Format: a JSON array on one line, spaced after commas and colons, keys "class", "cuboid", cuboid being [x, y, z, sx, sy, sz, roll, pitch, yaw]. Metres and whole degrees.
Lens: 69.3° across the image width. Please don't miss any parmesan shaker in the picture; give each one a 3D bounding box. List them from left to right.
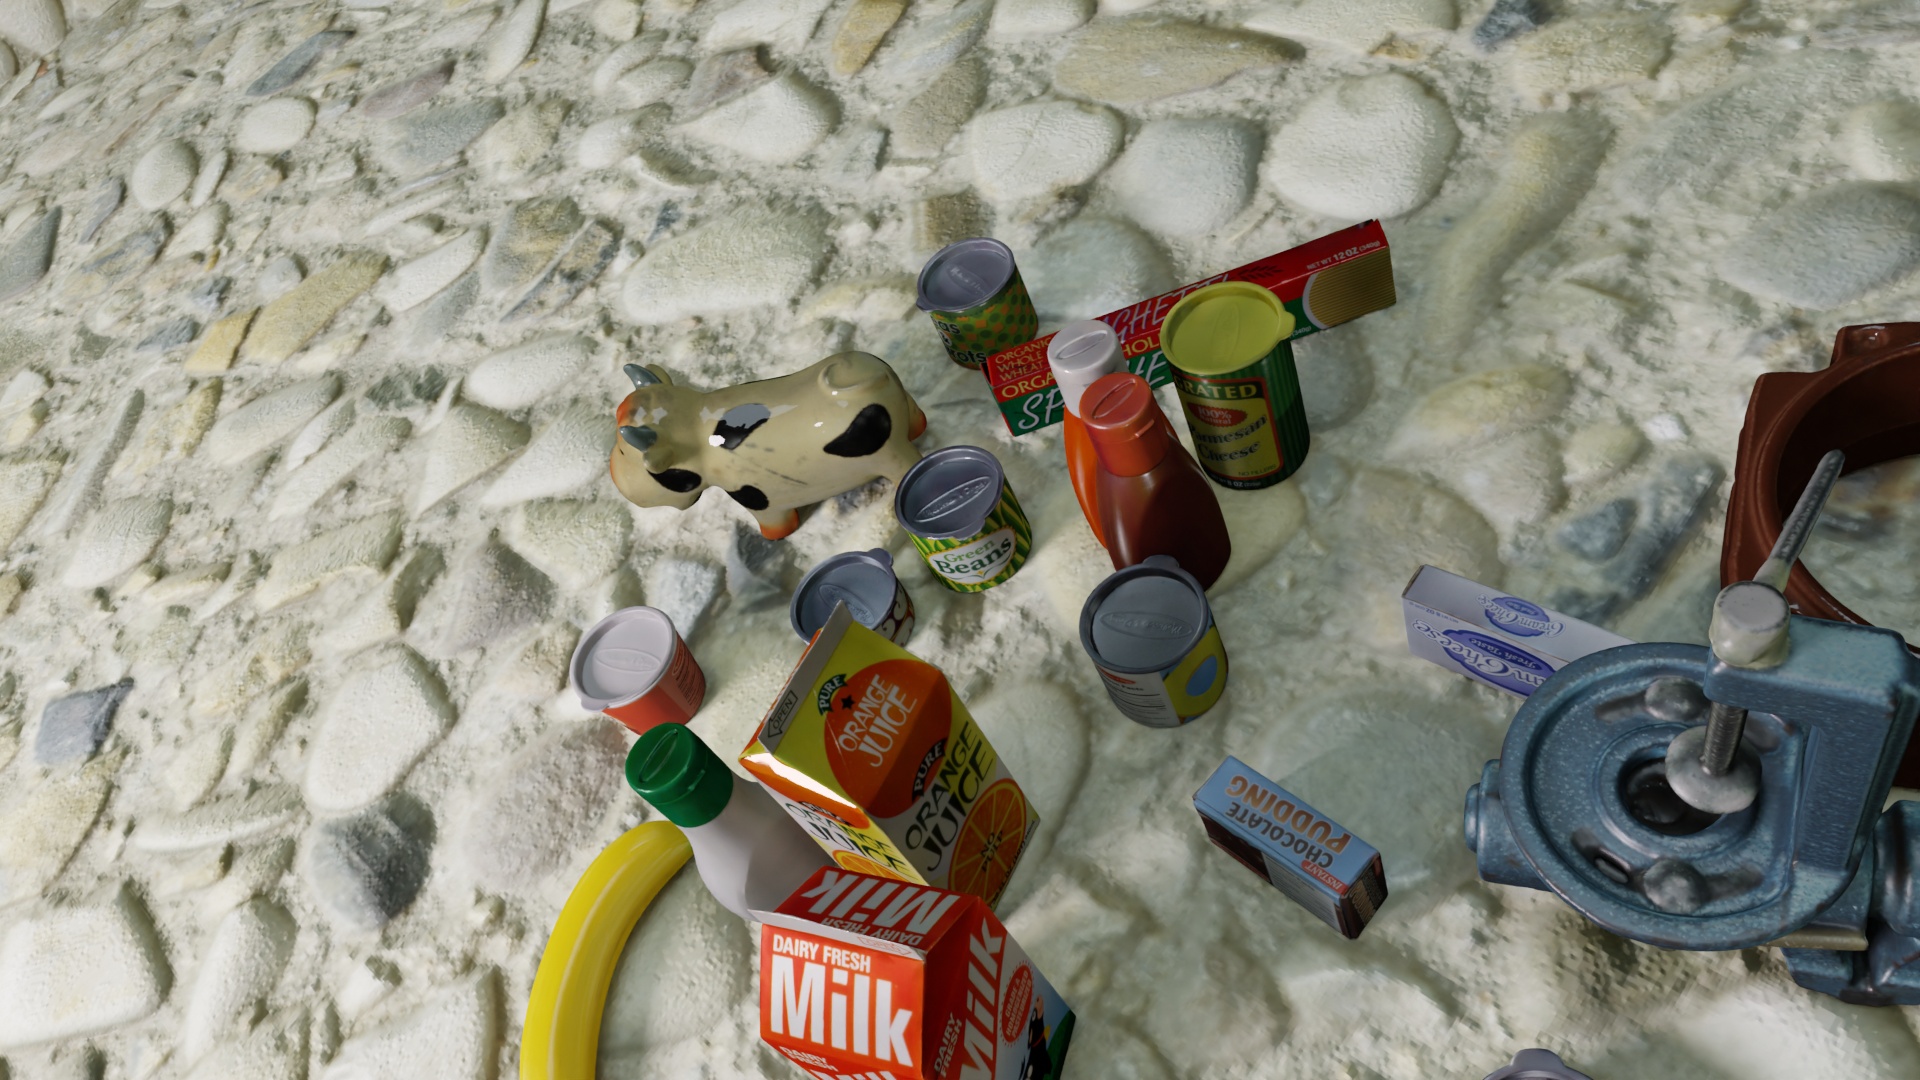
[{"class": "parmesan shaker", "cuboid": [0.156, -0.083, 0.764, 0.071, 0.102, 0.072, -12, 51, 15]}]

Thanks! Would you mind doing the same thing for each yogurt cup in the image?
[{"class": "yogurt cup", "cuboid": [-0.186, 0.080, 0.817, 0.072, 0.053, 0.073, -12, 51, 15]}]

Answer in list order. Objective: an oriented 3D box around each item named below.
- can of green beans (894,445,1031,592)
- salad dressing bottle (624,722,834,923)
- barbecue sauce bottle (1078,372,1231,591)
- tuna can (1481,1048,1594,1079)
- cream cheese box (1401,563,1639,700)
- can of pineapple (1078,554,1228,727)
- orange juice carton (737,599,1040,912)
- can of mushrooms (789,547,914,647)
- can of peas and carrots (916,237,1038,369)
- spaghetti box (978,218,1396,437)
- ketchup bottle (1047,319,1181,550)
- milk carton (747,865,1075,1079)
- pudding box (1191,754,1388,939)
[{"class": "can of green beans", "cuboid": [0.002, -0.012, 0.805, 0.071, 0.057, 0.071, -12, 51, 15]}, {"class": "salad dressing bottle", "cuboid": [-0.110, 0.138, 0.677, 0.044, 0.147, 0.064, 17, 63, 33]}, {"class": "barbecue sauce bottle", "cuboid": [0.098, -0.024, 0.713, 0.065, 0.148, 0.044, -41, 49, -10]}, {"class": "tuna can", "cuboid": [0.225, 0.236, 0.533, 0.071, 0.032, 0.071, -12, 51, 15]}, {"class": "cream cheese box", "cuboid": [0.260, 0.051, 0.648, 0.104, 0.053, 0.024, 24, 67, 35]}, {"class": "can of pineapple", "cuboid": [0.101, 0.053, 0.712, 0.071, 0.057, 0.071, -12, 51, 15]}, {"class": "orange juice carton", "cuboid": [-0.035, 0.106, 0.639, 0.073, 0.192, 0.072, 14, 61, 32]}, {"class": "can of mushrooms", "cuboid": [-0.061, 0.040, 0.808, 0.071, 0.033, 0.071, -12, 51, 15]}, {"class": "can of peas and carrots", "cuboid": [0.010, -0.153, 0.911, 0.071, 0.058, 0.071, -12, 51, 15]}, {"class": "spaghetti box", "cuboid": [0.137, -0.126, 0.841, 0.250, 0.050, 0.029, -19, 49, 9]}, {"class": "ketchup bottle", "cuboid": [0.083, -0.055, 0.743, 0.065, 0.148, 0.044, -28, 48, 1]}, {"class": "milk carton", "cuboid": [-0.017, 0.192, 0.566, 0.072, 0.189, 0.074, 4, 56, 26]}, {"class": "pudding box", "cuboid": [0.149, 0.138, 0.630, 0.084, 0.049, 0.030, 31, 71, 38]}]
